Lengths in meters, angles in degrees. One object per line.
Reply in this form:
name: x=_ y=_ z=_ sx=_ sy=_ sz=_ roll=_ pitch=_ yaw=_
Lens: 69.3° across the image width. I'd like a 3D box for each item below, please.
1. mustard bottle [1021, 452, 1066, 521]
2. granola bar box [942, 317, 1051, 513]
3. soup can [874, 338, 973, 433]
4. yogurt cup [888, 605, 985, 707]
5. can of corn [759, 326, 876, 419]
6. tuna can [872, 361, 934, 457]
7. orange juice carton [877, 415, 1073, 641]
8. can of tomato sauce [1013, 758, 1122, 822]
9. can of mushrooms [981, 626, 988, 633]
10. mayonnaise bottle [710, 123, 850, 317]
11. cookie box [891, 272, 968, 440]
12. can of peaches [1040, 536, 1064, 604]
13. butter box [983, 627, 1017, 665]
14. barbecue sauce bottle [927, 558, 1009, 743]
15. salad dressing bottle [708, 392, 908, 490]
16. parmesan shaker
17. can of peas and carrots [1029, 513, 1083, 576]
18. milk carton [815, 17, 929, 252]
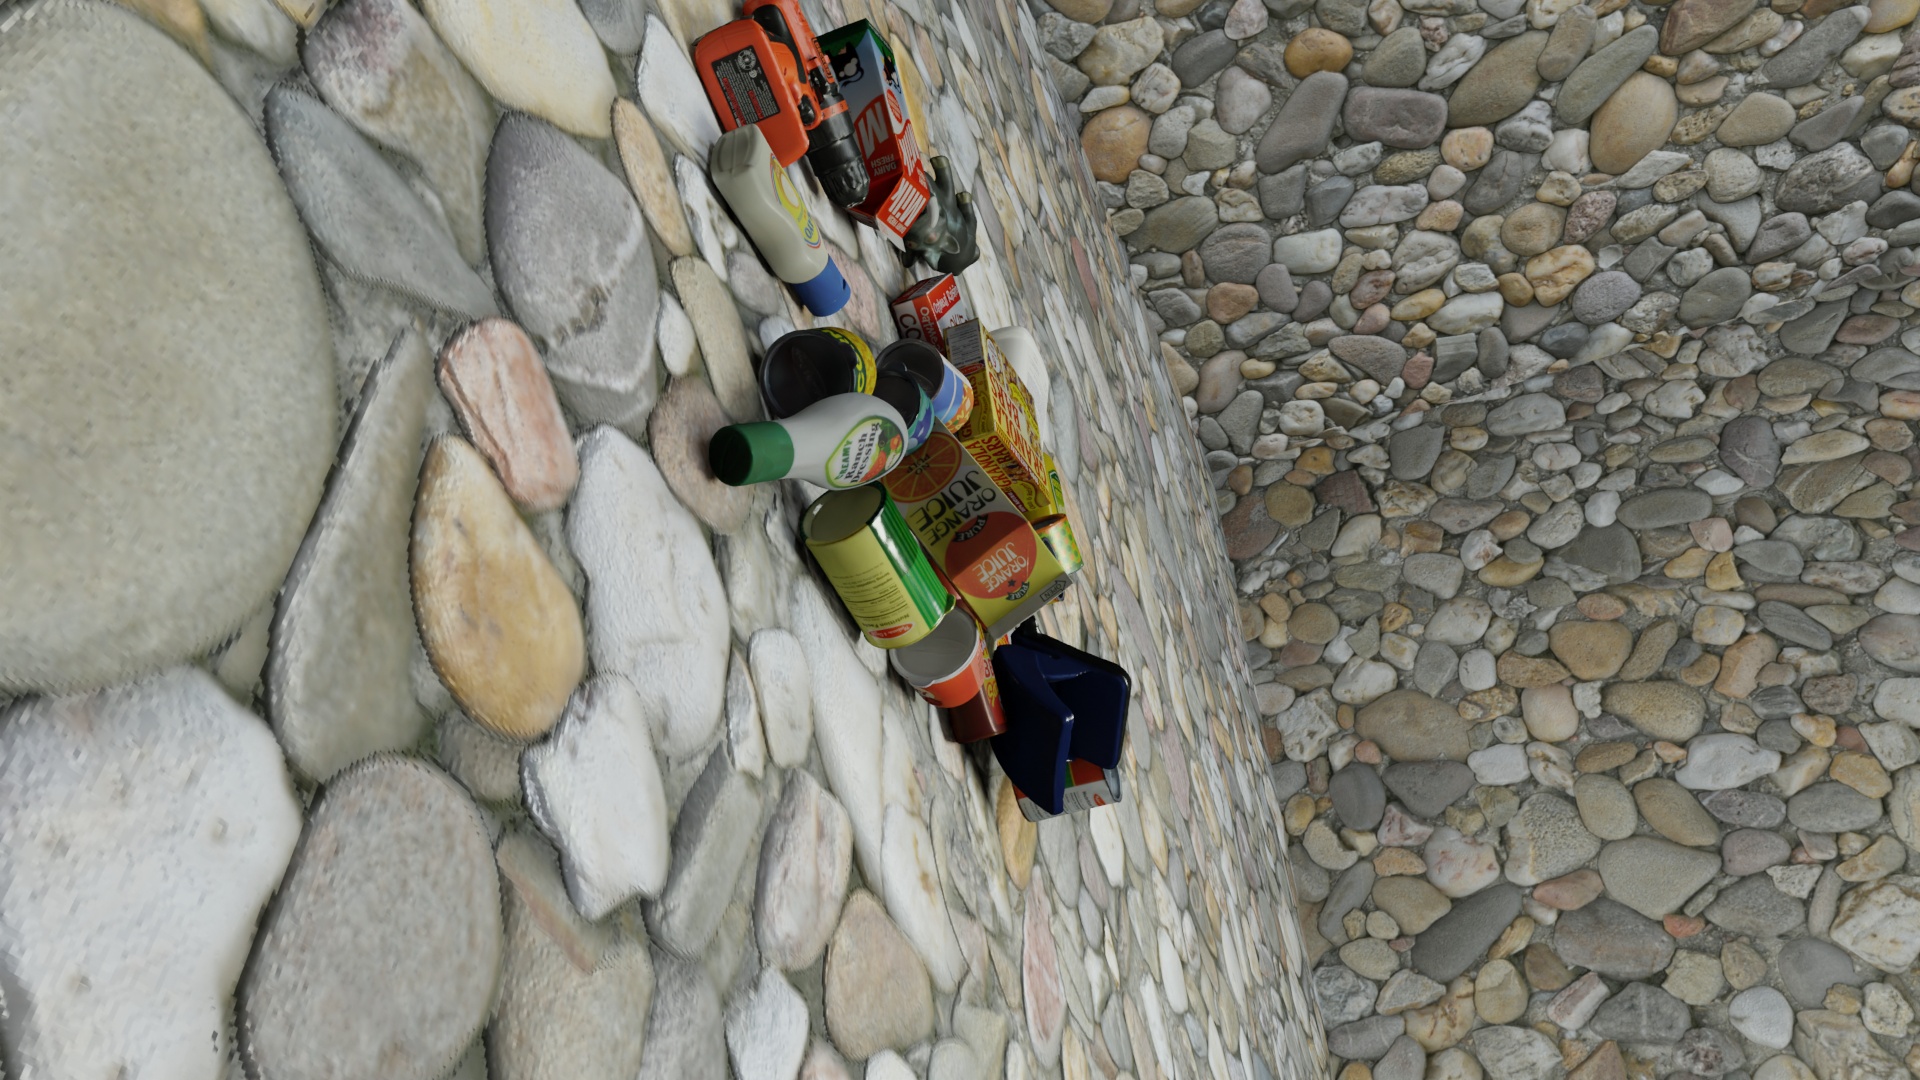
mustard bottle: x=0.094 y=-0.018 z=1.538 sx=0.065 sy=0.049 sz=0.161 roll=37 pitch=39 yaw=-63
granola bar box: x=0.035 y=-0.114 z=1.305 sx=0.165 sy=0.039 sz=0.124 roll=46 pitch=32 yaw=-59
soup can: x=-0.033 y=-0.126 z=1.188 sx=0.083 sy=0.071 sz=0.071 roll=31 pitch=45 yaw=-69
yogurt cup: x=-0.014 y=0.088 z=1.032 sx=0.053 sy=0.072 sz=0.073 roll=67 pitch=14 yaw=-51
can of corn: x=-0.094 y=-0.114 z=0.949 sx=0.058 sy=0.071 sz=0.071 roll=-43 pitch=115 yaw=-74
tuna can: x=-0.055 y=-0.100 z=1.074 sx=0.032 sy=0.071 sz=0.071 roll=47 pitch=30 yaw=-62
orange juice carton: x=0.009 y=-0.004 z=1.051 sx=0.193 sy=0.072 sz=0.072 roll=52 pitch=-3 yaw=43
can of tomato sauce: x=0.095 y=0.209 z=1.241 sx=0.071 sy=0.083 sz=0.071 roll=-18 pitch=91 yaw=-75
can of mushrooms: x=0.025 y=0.050 z=1.195 sx=0.071 sy=0.071 sz=0.033 roll=-77 pitch=148 yaw=-61
mayonnaise bottle: x=-0.127 y=-0.225 z=1.004 sx=0.147 sy=0.041 sz=0.065 roll=56 pitch=22 yaw=-46
cookie box: x=-0.011 y=-0.168 z=1.351 sx=0.123 sy=0.040 sz=0.167 roll=-62 pitch=134 yaw=-68
can of peaches: x=0.064 y=0.035 z=1.363 sx=0.071 sy=0.058 sz=0.071 roll=-17 pitch=91 yaw=-74
butter box: x=0.033 y=0.100 z=1.251 sx=0.104 sy=0.024 sz=0.053 roll=-80 pitch=149 yaw=-59
barbecue sauce bottle: x=-0.001 y=0.086 z=1.113 sx=0.065 sy=0.043 sz=0.148 roll=29 pitch=46 yaw=-80
salad dressing bottle: x=-0.093 y=-0.059 z=0.871 sx=0.044 sy=0.064 sz=0.148 roll=35 pitch=26 yaw=26
parmesan shaker: x=-0.056 y=0.015 z=0.946 sx=0.072 sy=0.071 sz=0.102 roll=-88 pitch=156 yaw=-50
can of peas and carrots: x=0.091 y=0.008 z=1.464 sx=0.071 sy=0.071 sz=0.058 roll=-54 pitch=125 yaw=-71
milk carton: x=-0.082 y=-0.353 z=1.232 sx=0.072 sy=0.073 sz=0.190 roll=14 pitch=61 yaw=-72
